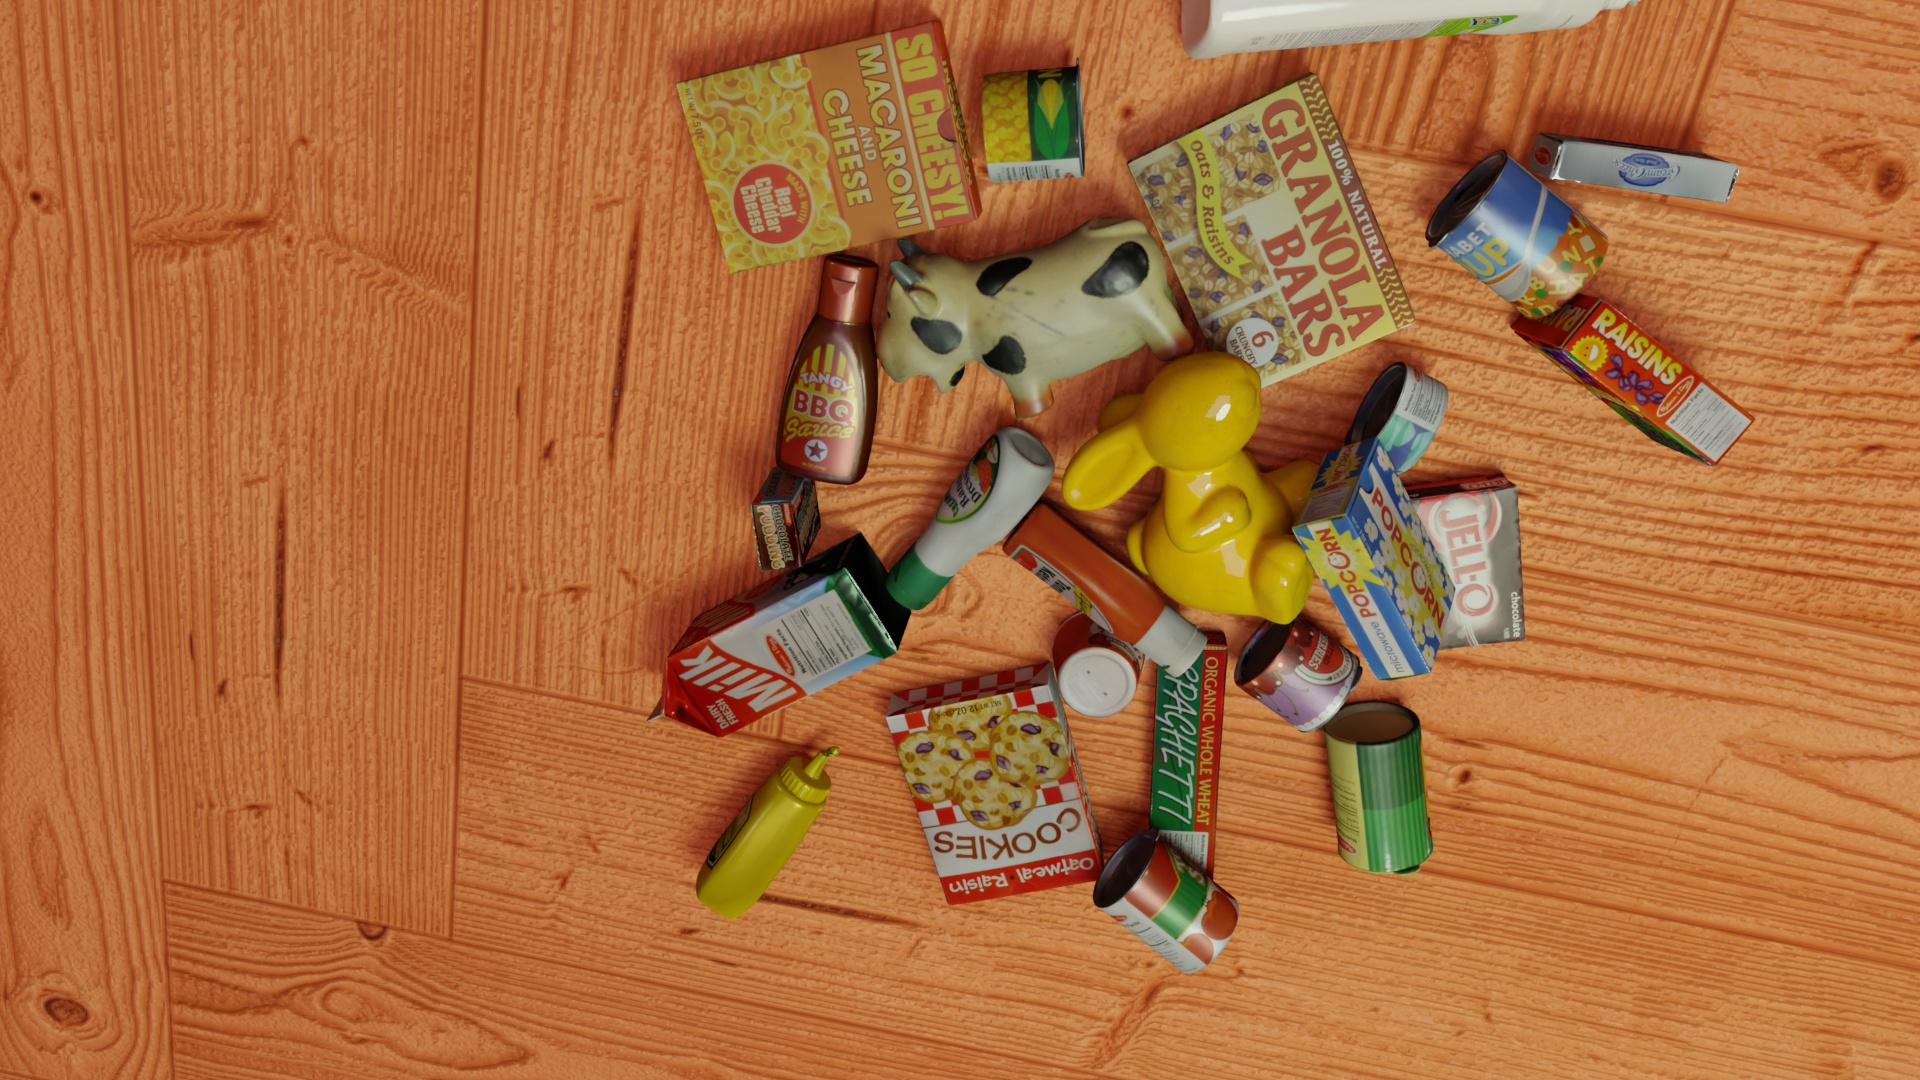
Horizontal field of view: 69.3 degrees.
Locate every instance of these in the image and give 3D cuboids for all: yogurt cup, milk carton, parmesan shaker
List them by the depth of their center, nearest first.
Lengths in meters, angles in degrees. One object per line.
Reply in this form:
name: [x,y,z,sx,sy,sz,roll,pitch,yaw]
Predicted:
yogurt cup: [0.097,0.089,0.978,0.072,0.054,0.072,2,111,6]
parmesan shaker: [0.296,0.174,0.978,0.071,0.071,0.102,-8,109,9]
milk carton: [-0.138,0.076,0.990,0.190,0.072,0.073,-27,105,14]

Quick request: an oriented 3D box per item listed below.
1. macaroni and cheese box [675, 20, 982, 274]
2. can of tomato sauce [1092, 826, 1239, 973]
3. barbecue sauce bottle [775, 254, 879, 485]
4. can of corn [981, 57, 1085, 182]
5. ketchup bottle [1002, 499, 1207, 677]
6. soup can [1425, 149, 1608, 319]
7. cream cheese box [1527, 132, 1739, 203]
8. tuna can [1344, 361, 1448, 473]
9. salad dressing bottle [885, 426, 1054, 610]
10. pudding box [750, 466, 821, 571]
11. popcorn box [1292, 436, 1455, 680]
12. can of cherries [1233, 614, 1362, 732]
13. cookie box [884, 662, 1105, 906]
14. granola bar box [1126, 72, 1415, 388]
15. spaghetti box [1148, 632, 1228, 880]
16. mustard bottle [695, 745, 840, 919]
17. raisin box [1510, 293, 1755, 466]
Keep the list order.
macaroni and cheese box: [-0.081,-0.247,0.879,0.166,0.040,0.123,-10,110,10]
can of tomato sauce: [0.149,0.258,0.998,0.083,0.071,0.071,39,110,-9]
barbecue sauce bottle: [-0.083,-0.114,0.927,0.065,0.044,0.148,14,111,7]
can of corn: [0.045,-0.256,0.849,0.058,0.071,0.071,-2,110,8]
ketchup bottle: [0.099,0.033,0.944,0.149,0.064,0.043,38,79,0]
soup can: [0.335,-0.182,0.842,0.084,0.071,0.071,36,110,-8]
cream cheese box: [0.399,-0.223,0.828,0.104,0.053,0.024,9,114,3]
tuna can: [0.279,-0.077,0.891,0.033,0.071,0.070,25,111,-5]
salad dressing bottle: [0.003,-0.012,0.949,0.044,0.064,0.147,25,121,-28]
pudding box: [-0.118,-0.017,0.946,0.030,0.084,0.049,-5,110,5]
popcorn box: [0.259,0.012,0.863,0.038,0.085,0.126,-15,117,41]
can of cherries: [0.232,0.088,0.955,0.058,0.072,0.071,36,110,-6]
cookie box: [0.028,0.183,1.028,0.123,0.040,0.167,-13,109,11]
granola bar box: [0.194,-0.189,0.871,0.124,0.039,0.165,-23,106,14]
spaghetti box: [0.164,0.182,1.019,0.050,0.029,0.249,2,111,6]
mustard bottle: [-0.140,0.211,1.047,0.049,0.065,0.160,33,105,-12]
raisin box: [0.410,-0.103,0.854,0.123,0.086,0.040,35,105,-8]
